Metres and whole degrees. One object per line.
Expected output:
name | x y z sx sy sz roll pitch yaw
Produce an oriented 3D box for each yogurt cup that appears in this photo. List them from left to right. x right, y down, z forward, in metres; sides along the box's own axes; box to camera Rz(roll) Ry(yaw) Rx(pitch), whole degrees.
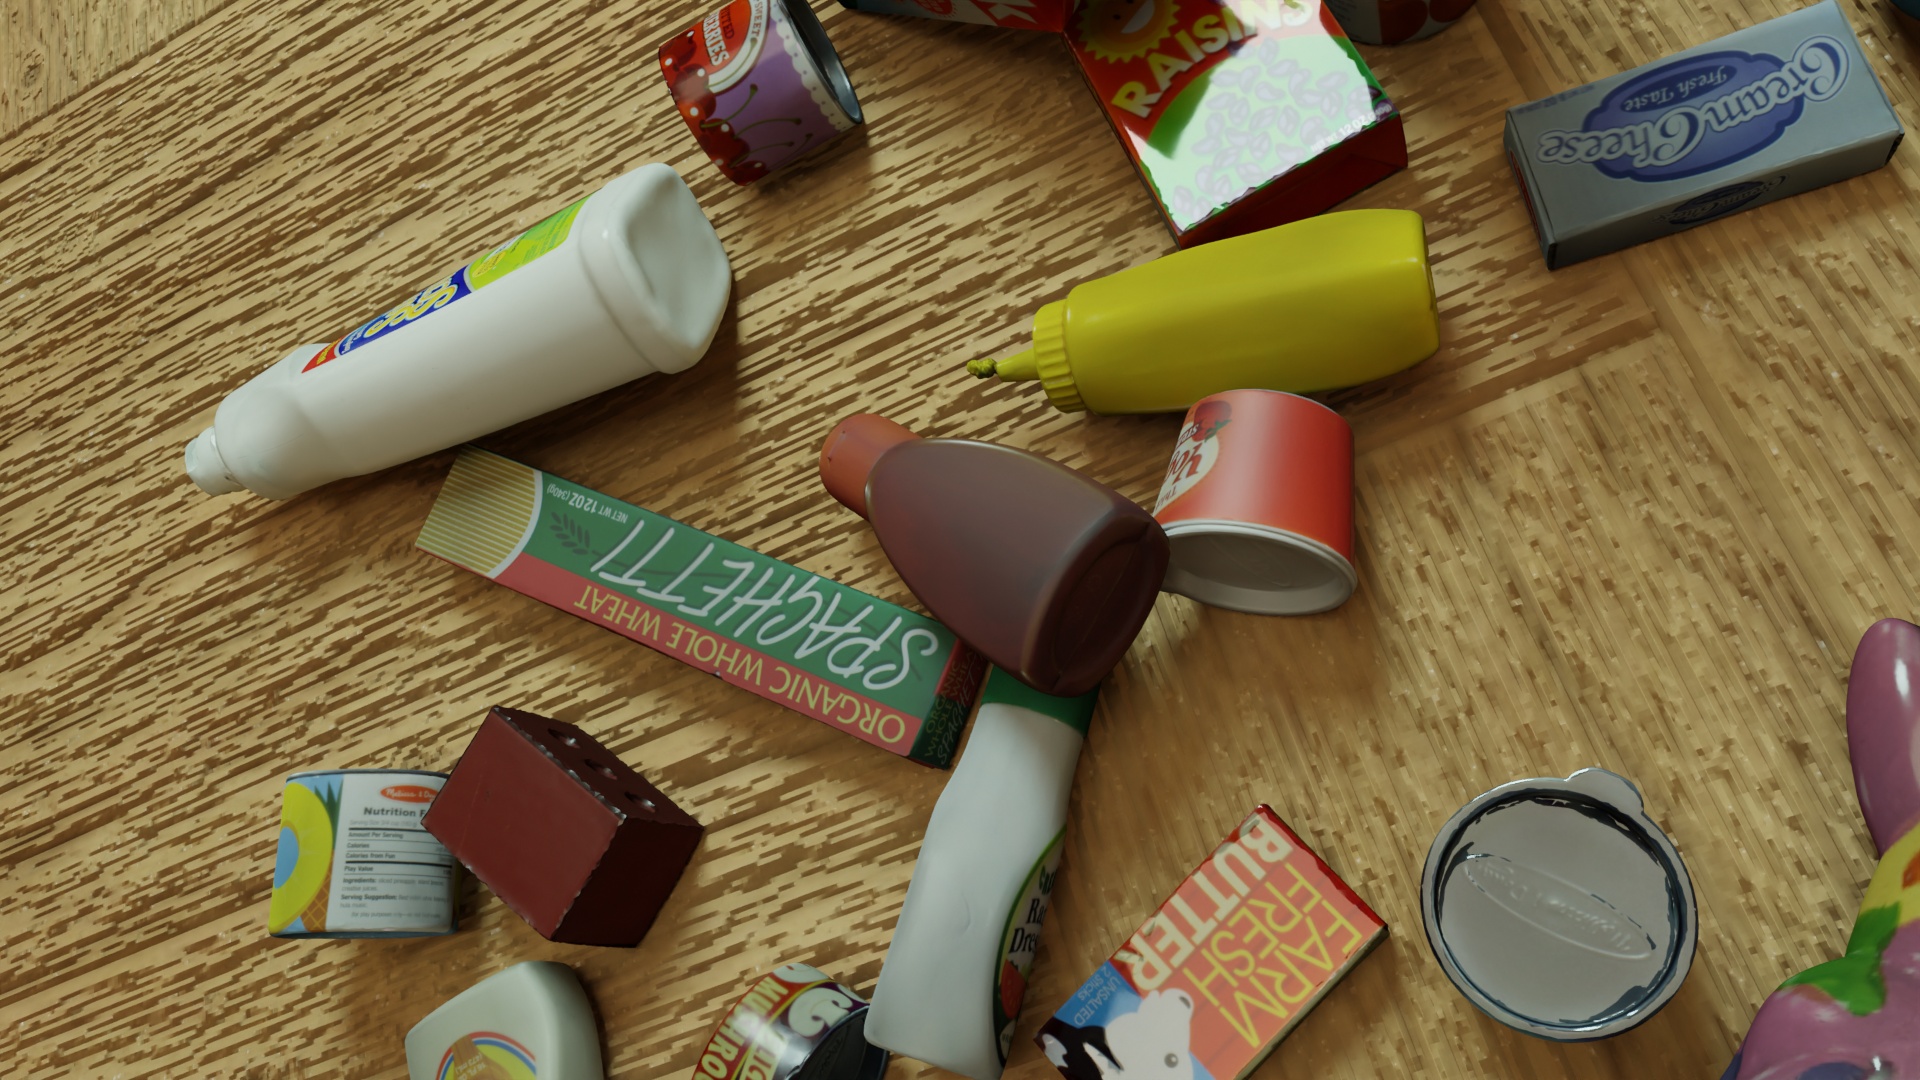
yogurt cup | 0.095 -0.013 0.445 0.072 0.072 0.054 5 67 23

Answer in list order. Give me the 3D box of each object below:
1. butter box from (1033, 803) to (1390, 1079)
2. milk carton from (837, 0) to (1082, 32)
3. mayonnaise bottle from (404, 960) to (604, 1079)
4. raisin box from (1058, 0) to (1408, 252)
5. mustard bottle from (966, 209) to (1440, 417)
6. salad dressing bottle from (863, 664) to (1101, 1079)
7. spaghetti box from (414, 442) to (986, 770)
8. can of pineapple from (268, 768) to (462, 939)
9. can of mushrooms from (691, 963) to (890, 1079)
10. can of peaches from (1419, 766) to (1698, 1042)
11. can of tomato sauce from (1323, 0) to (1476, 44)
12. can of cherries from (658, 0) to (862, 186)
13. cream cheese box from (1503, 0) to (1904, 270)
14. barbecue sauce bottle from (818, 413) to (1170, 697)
butter box | 0.077 0.135 0.424 0.103 0.024 0.053 -47 63 2
milk carton | 0.003 -0.245 0.519 0.191 0.073 0.072 28 84 46
mayonnaise bottle | -0.140 0.223 0.472 0.064 0.041 0.148 -33 64 7
raisin box | 0.095 -0.170 0.509 0.086 0.040 0.124 -29 66 12
mustard bottle | 0.078 -0.071 0.473 0.160 0.048 0.066 -9 27 23
salad dressing bottle | 0.013 0.093 0.446 0.044 0.064 0.148 13 71 16
spaghetti box | -0.107 0.020 0.533 0.250 0.028 0.050 19 82 26
can of pineapple | -0.223 0.120 0.527 0.071 0.071 0.058 -8 71 19
can of mushrooms | -0.055 0.170 0.439 0.033 0.071 0.071 22 83 28
can of peaches | 0.164 0.100 0.382 0.071 0.058 0.071 -7 70 20
can of tomato sauce | 0.151 -0.224 0.480 0.071 0.083 0.071 -7 71 20
can of cherries | -0.083 -0.189 0.568 0.058 0.071 0.072 -25 66 13
cream cheese box | 0.235 -0.130 0.448 0.104 0.024 0.053 -16 68 16
barbecue sauce bottle | 0.002 -0.006 0.462 0.149 0.043 0.065 32 93 51
